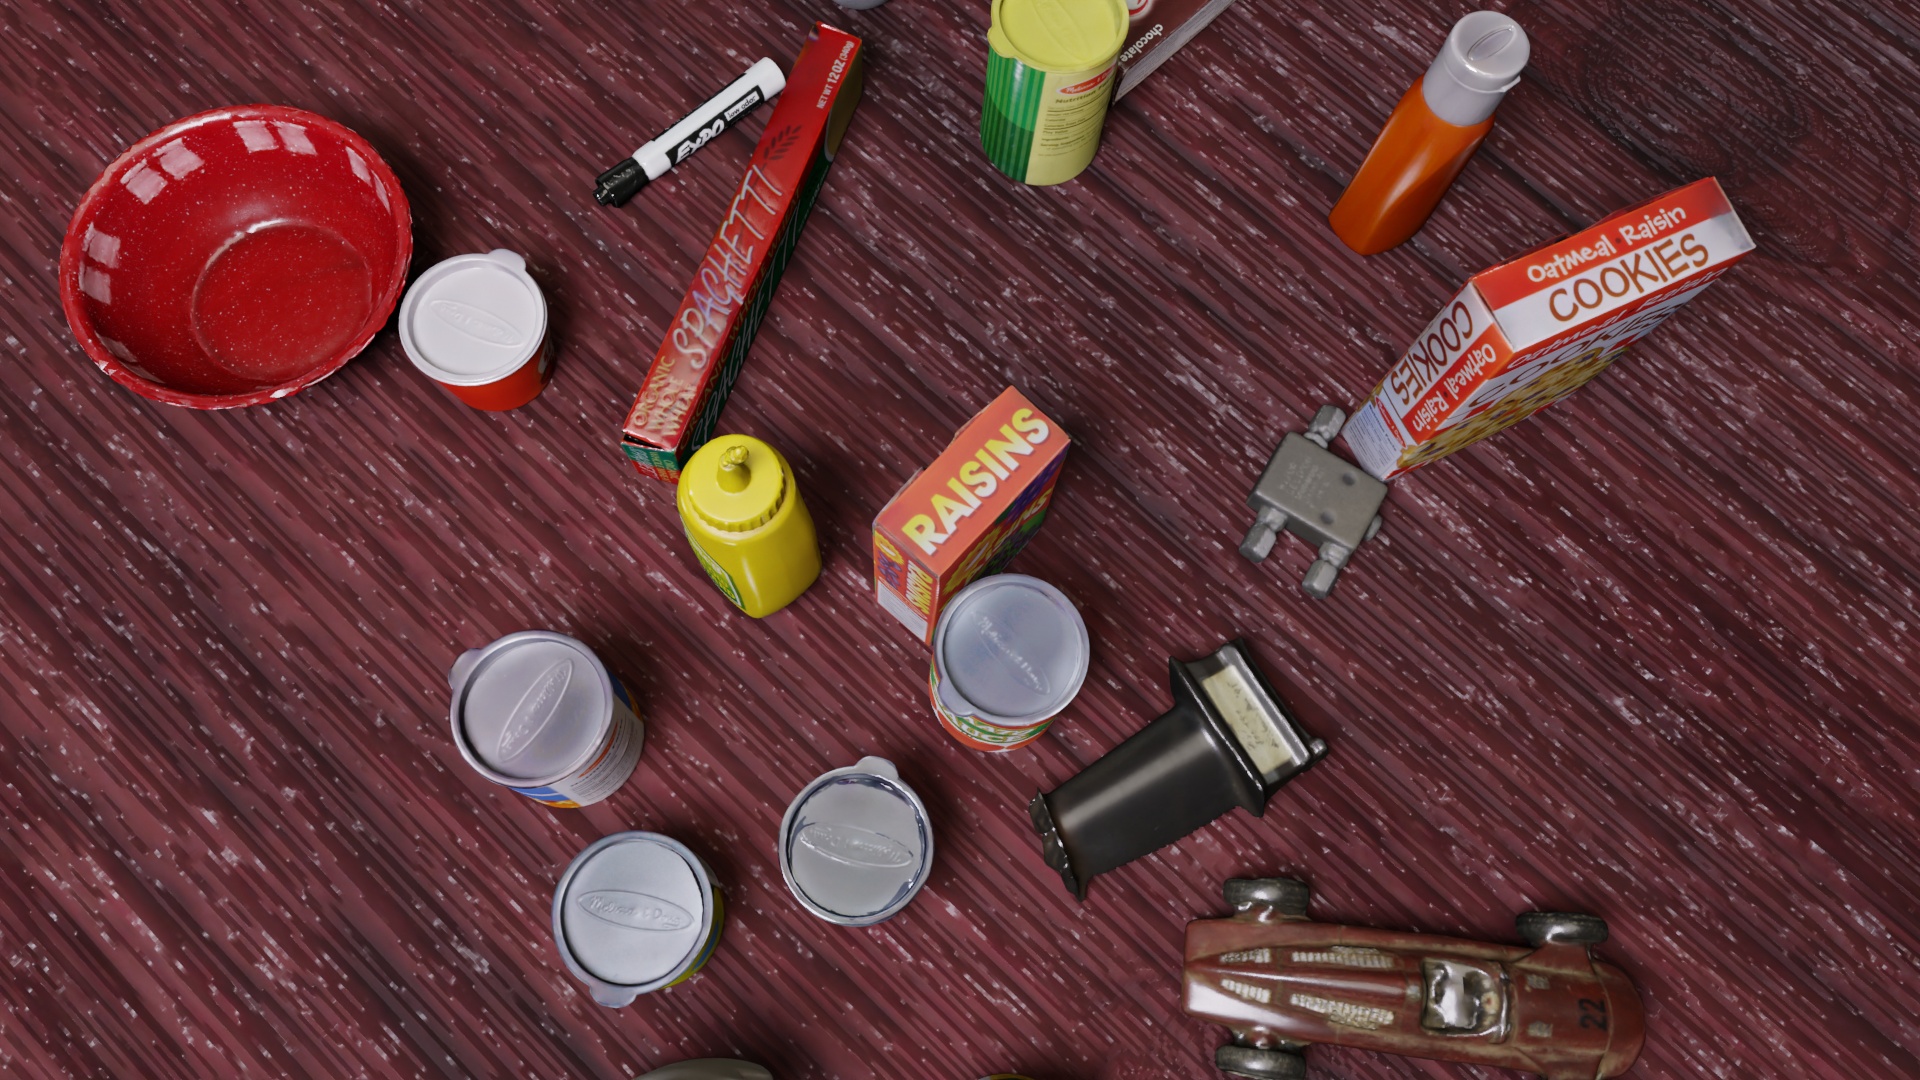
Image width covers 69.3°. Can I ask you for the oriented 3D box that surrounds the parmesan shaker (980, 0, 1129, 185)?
[{"bbox_3d":[0.043,-0.236,0.712,0.071,0.102,0.071,1,73,-3],"label":"parmesan shaker"}]

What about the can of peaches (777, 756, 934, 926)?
[{"bbox_3d":[-0.045,0.134,0.613,0.071,0.058,0.071,1,73,-3],"label":"can of peaches"}]

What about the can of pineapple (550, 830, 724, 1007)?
[{"bbox_3d":[-0.138,0.162,0.598,0.071,0.057,0.071,1,73,-3],"label":"can of pineapple"}]

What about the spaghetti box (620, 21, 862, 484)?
[{"bbox_3d":[-0.106,-0.146,0.702,0.029,0.050,0.251,20,72,3],"label":"spaghetti box"}]

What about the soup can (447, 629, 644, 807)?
[{"bbox_3d":[-0.180,0.079,0.608,0.071,0.083,0.071,1,73,-3],"label":"soup can"}]

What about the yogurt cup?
[{"bbox_3d":[-0.231,-0.097,0.677,0.072,0.053,0.072,1,73,-3],"label":"yogurt cup"}]

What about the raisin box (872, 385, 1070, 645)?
[{"bbox_3d":[0.002,-0.008,0.626,0.040,0.123,0.086,42,75,9],"label":"raisin box"}]

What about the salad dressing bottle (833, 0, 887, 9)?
[{"bbox_3d":[-0.053,-0.338,0.715,0.044,0.147,0.064,-4,73,-4],"label":"salad dressing bottle"}]

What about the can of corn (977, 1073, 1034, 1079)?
[{"bbox_3d":[0.023,0.260,0.577,0.071,0.058,0.071,1,73,-3],"label":"can of corn"}]

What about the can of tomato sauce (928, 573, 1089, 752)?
[{"bbox_3d":[0.018,0.059,0.627,0.071,0.083,0.071,1,73,-3],"label":"can of tomato sauce"}]

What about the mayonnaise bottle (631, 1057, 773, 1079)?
[{"bbox_3d":[-0.107,0.224,0.533,0.065,0.147,0.041,-3,73,-4],"label":"mayonnaise bottle"}]

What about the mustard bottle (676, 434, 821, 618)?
[{"bbox_3d":[-0.094,-0.012,0.602,0.049,0.159,0.065,-38,79,-13],"label":"mustard bottle"}]

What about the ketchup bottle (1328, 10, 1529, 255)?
[{"bbox_3d":[0.233,-0.199,0.688,0.065,0.148,0.043,-36,78,-13],"label":"ketchup bottle"}]

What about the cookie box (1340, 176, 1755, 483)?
[{"bbox_3d":[0.263,-0.091,0.646,0.123,0.167,0.040,-24,76,-10],"label":"cookie box"}]
